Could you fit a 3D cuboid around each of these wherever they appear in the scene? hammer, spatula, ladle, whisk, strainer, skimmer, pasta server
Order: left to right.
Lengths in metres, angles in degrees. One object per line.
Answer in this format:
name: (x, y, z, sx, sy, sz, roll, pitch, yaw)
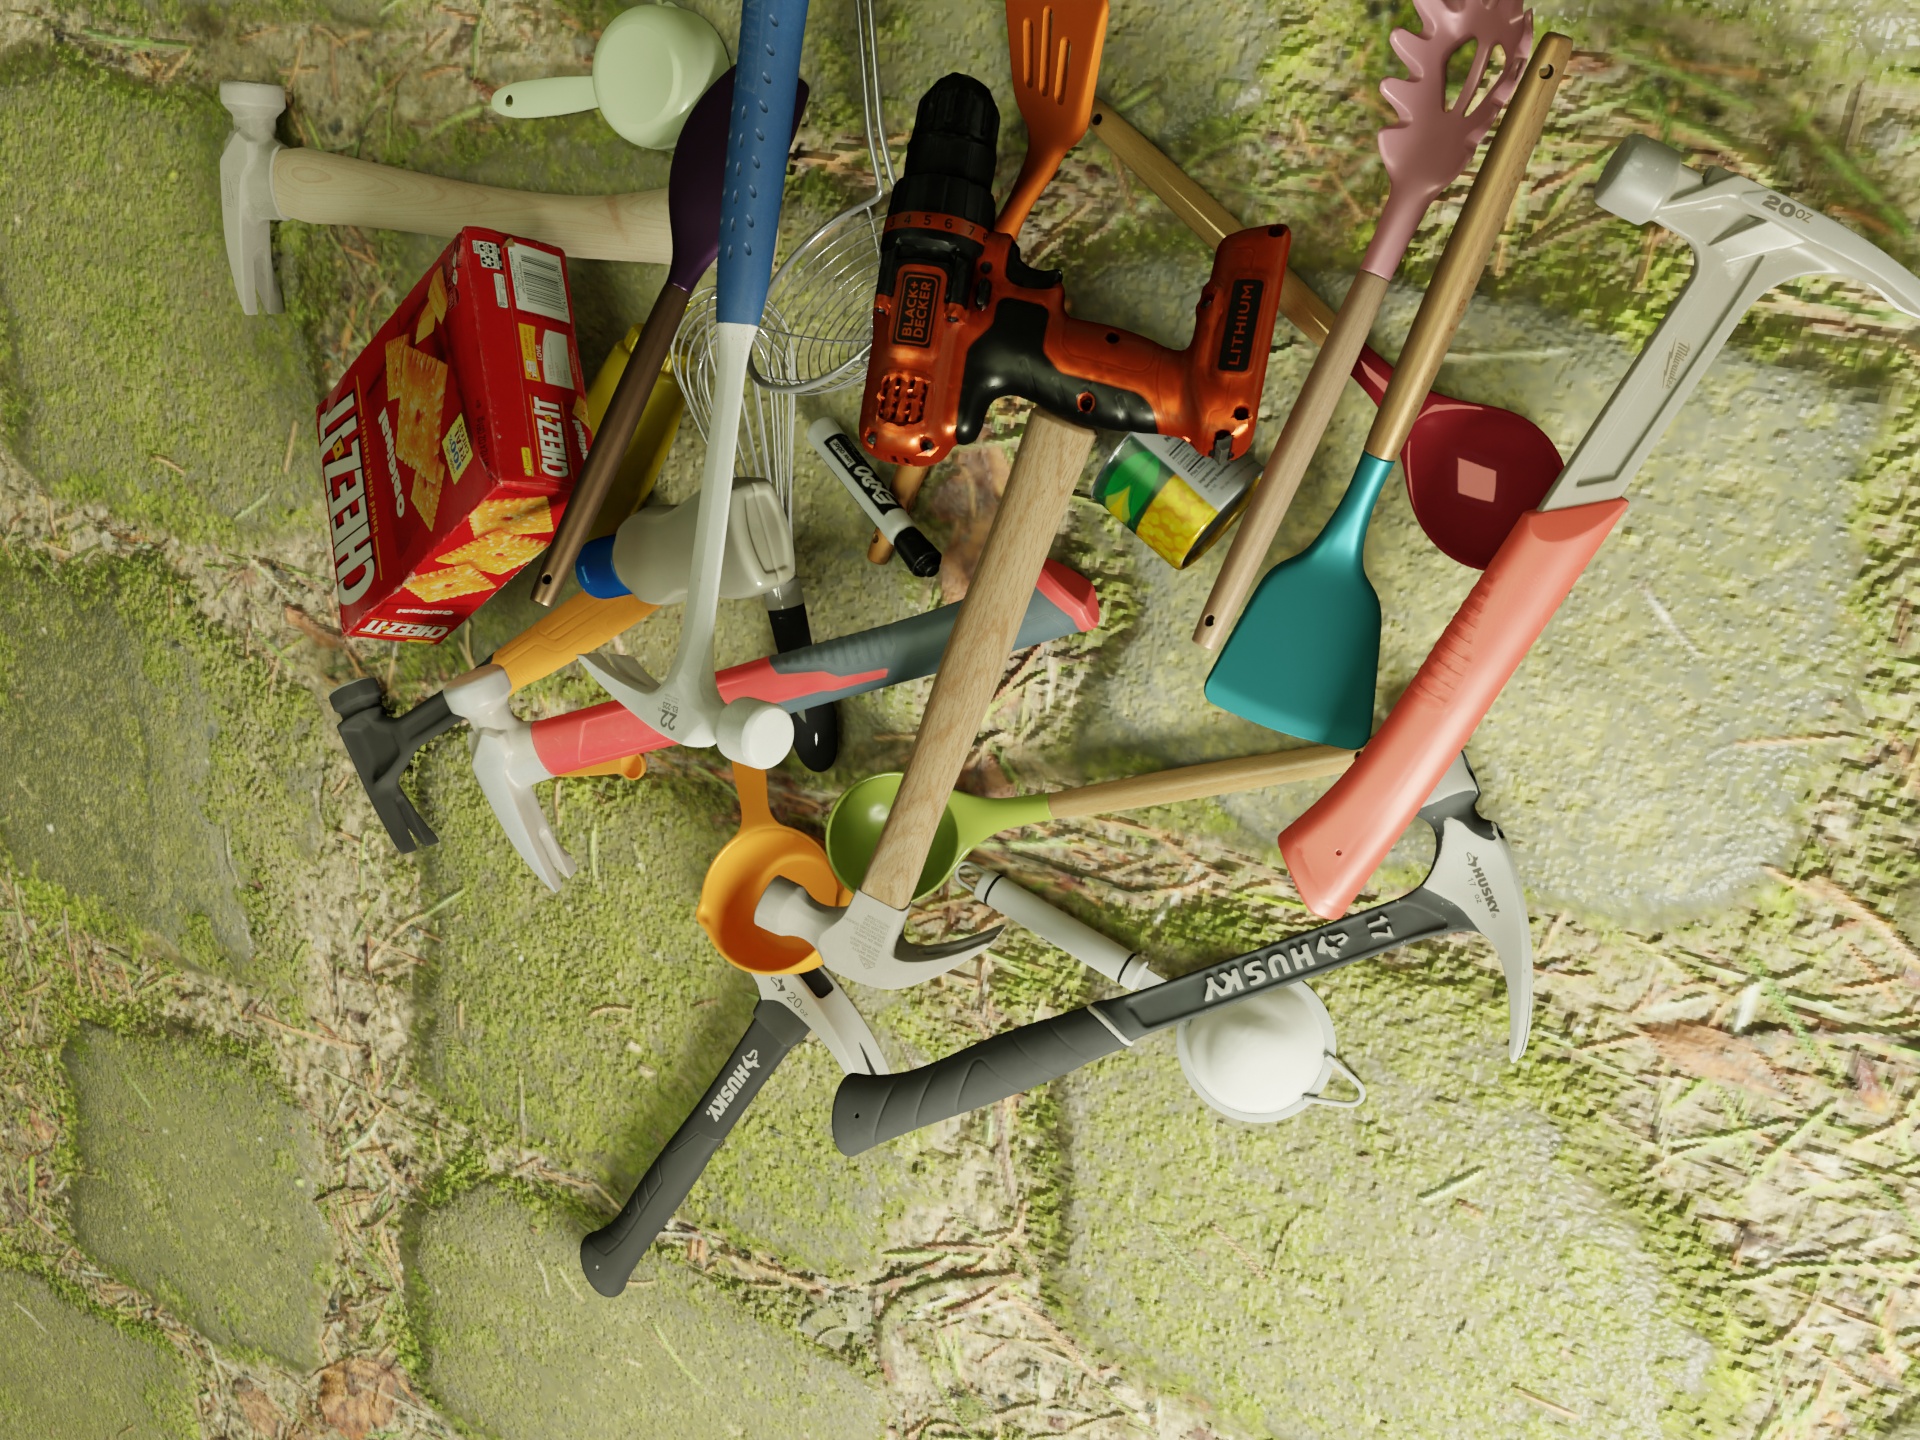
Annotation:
hammer: (-0.291, -0.297, 0.961, 0.411, 0.038, 0.146, 14, 112, 24)
hammer: (-0.284, -0.029, 1.030, 0.337, 0.034, 0.127, -28, 86, 30)
spatula: (-0.163, -0.207, 0.848, 0.060, 0.018, 0.316, 21, 86, 5)
hammer: (-0.170, 0.281, 1.060, 0.146, 0.035, 0.334, 41, 119, 13)
hammer: (-0.118, -0.188, 0.800, 0.144, 0.035, 0.405, 16, 101, 39)
whisk: (-0.110, -0.104, 0.911, 0.070, 0.070, 0.284, -2, 107, 28)
hammer: (-0.103, -0.005, 0.902, 0.386, 0.038, 0.143, -14, 110, 18)
skimmer: (-0.068, -0.349, 0.794, 0.127, 0.090, 0.363, 8, 106, 44)
hammer: (-0.001, -0.003, 0.832, 0.130, 0.031, 0.331, 25, 111, 10)
spatula: (0.003, -0.222, 0.823, 0.081, 0.041, 0.322, 46, 124, 37)
ladle: (0.070, 0.045, 0.855, 0.320, 0.062, 0.078, -11, 97, 27)
strainer: (0.101, 0.144, 0.876, 0.258, 0.050, 0.087, 29, 100, 22)
hammer: (0.099, 0.158, 0.835, 0.409, 0.036, 0.149, -26, 75, 25)
ladle: (0.165, -0.192, 0.755, 0.315, 0.031, 0.069, 47, 117, 11)
pasta server: (0.172, -0.177, 0.719, 0.060, 0.040, 0.316, 31, 105, 30)
spatula: (0.199, -0.138, 0.705, 0.082, 0.044, 0.317, 19, 117, 3)
hammer: (0.257, -0.057, 0.698, 0.149, 0.037, 0.359, 28, 111, 1)

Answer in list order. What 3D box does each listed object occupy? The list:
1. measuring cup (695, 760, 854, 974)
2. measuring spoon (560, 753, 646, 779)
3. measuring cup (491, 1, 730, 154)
measuring cup: (-0.113, 0.069, 0.965, 0.095, 0.052, 0.174, -15, 74, 13)
measuring spoon: (-0.250, 0.027, 1.047, 0.117, 0.011, 0.021, 2, 96, 31)
measuring cup: (-0.209, -0.358, 0.897, 0.168, 0.038, 0.083, 4, 106, 25)
